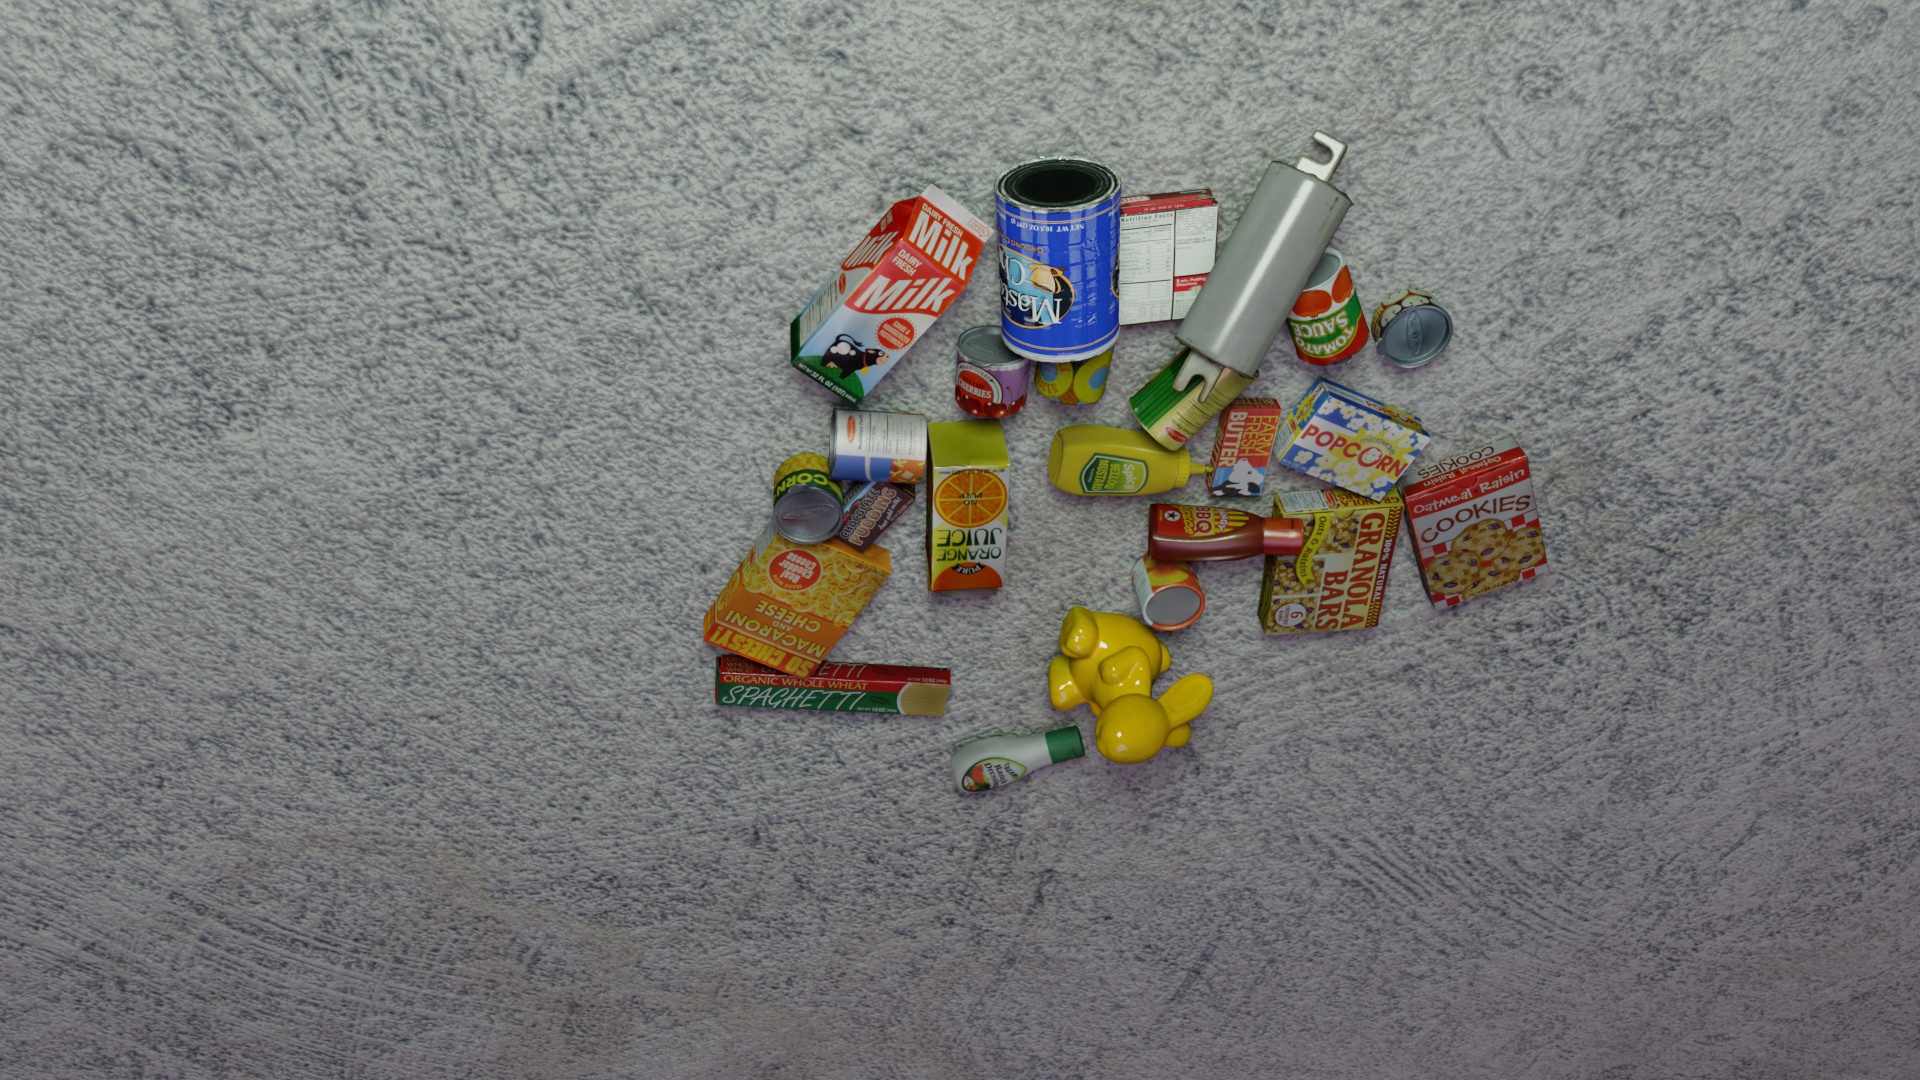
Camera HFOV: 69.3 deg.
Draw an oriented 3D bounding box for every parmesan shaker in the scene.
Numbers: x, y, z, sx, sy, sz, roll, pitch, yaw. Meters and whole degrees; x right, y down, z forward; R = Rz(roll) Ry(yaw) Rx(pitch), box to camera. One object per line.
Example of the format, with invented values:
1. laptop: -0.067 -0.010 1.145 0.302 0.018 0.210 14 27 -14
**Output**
1. parmesan shaker: 0.215 -0.139 1.271 0.071 0.071 0.102 33 117 -28

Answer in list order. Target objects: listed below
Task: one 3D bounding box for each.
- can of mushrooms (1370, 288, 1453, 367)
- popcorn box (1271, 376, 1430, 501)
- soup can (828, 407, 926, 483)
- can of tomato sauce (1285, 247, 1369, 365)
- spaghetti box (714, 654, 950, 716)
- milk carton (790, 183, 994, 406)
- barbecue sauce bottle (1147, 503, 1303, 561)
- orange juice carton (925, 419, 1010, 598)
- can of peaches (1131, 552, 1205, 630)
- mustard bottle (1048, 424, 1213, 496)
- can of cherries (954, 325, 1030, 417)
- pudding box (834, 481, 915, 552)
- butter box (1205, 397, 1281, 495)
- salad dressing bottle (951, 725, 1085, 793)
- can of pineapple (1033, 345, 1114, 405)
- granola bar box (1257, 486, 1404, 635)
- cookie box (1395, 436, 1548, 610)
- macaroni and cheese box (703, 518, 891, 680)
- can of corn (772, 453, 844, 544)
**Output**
1. can of mushrooms: 0.410 -0.194 1.271 0.071 0.033 0.070 -4 129 -5
2. popcorn box: 0.375 -0.097 1.341 0.127 0.038 0.084 19 123 -21
3. soup can: -0.077 -0.086 1.277 0.084 0.072 0.071 3 128 -10
4. can of tomato sauce: 0.318 -0.206 1.227 0.071 0.071 0.082 -23 127 11
5. spaghetti box: -0.136 0.156 1.484 0.250 0.029 0.049 4 127 -11
6. milk carton: -0.059 -0.212 1.172 0.072 0.074 0.190 31 118 -27
7. barbecue sauce bottle: 0.259 -0.006 1.365 0.148 0.065 0.043 2 129 7
8. orange juice carton: 0.005 -0.017 1.336 0.072 0.073 0.191 -3 129 -5
9. can of peaches: 0.215 0.050 1.425 0.071 0.058 0.070 -3 129 -4
10. mustard bottle: 0.167 -0.074 1.326 0.160 0.049 0.065 3 130 -9
11. can of cherries: 0.027 -0.149 1.235 0.071 0.072 0.058 -1 129 -7
12. pudding box: -0.088 -0.033 1.338 0.049 0.030 0.083 33 118 -27
13. butter box: 0.273 -0.091 1.342 0.053 0.024 0.103 -1 129 -7
14. salad dressing bottle: 0.065 0.244 1.570 0.148 0.044 0.064 -16 127 5
15. can of pineapple: 0.100 -0.161 1.237 0.071 0.071 0.057 2 128 -9
16. granola bar box: 0.380 0.023 1.436 0.124 0.039 0.164 -4 129 -3
17. cookie box: 0.526 -0.015 1.424 0.123 0.040 0.166 -21 128 10
18. macaroni and cheese box: -0.165 0.055 1.393 0.124 0.040 0.165 25 121 -24
19. can of corn: -0.144 -0.042 1.306 0.071 0.058 0.070 -3 129 -4
